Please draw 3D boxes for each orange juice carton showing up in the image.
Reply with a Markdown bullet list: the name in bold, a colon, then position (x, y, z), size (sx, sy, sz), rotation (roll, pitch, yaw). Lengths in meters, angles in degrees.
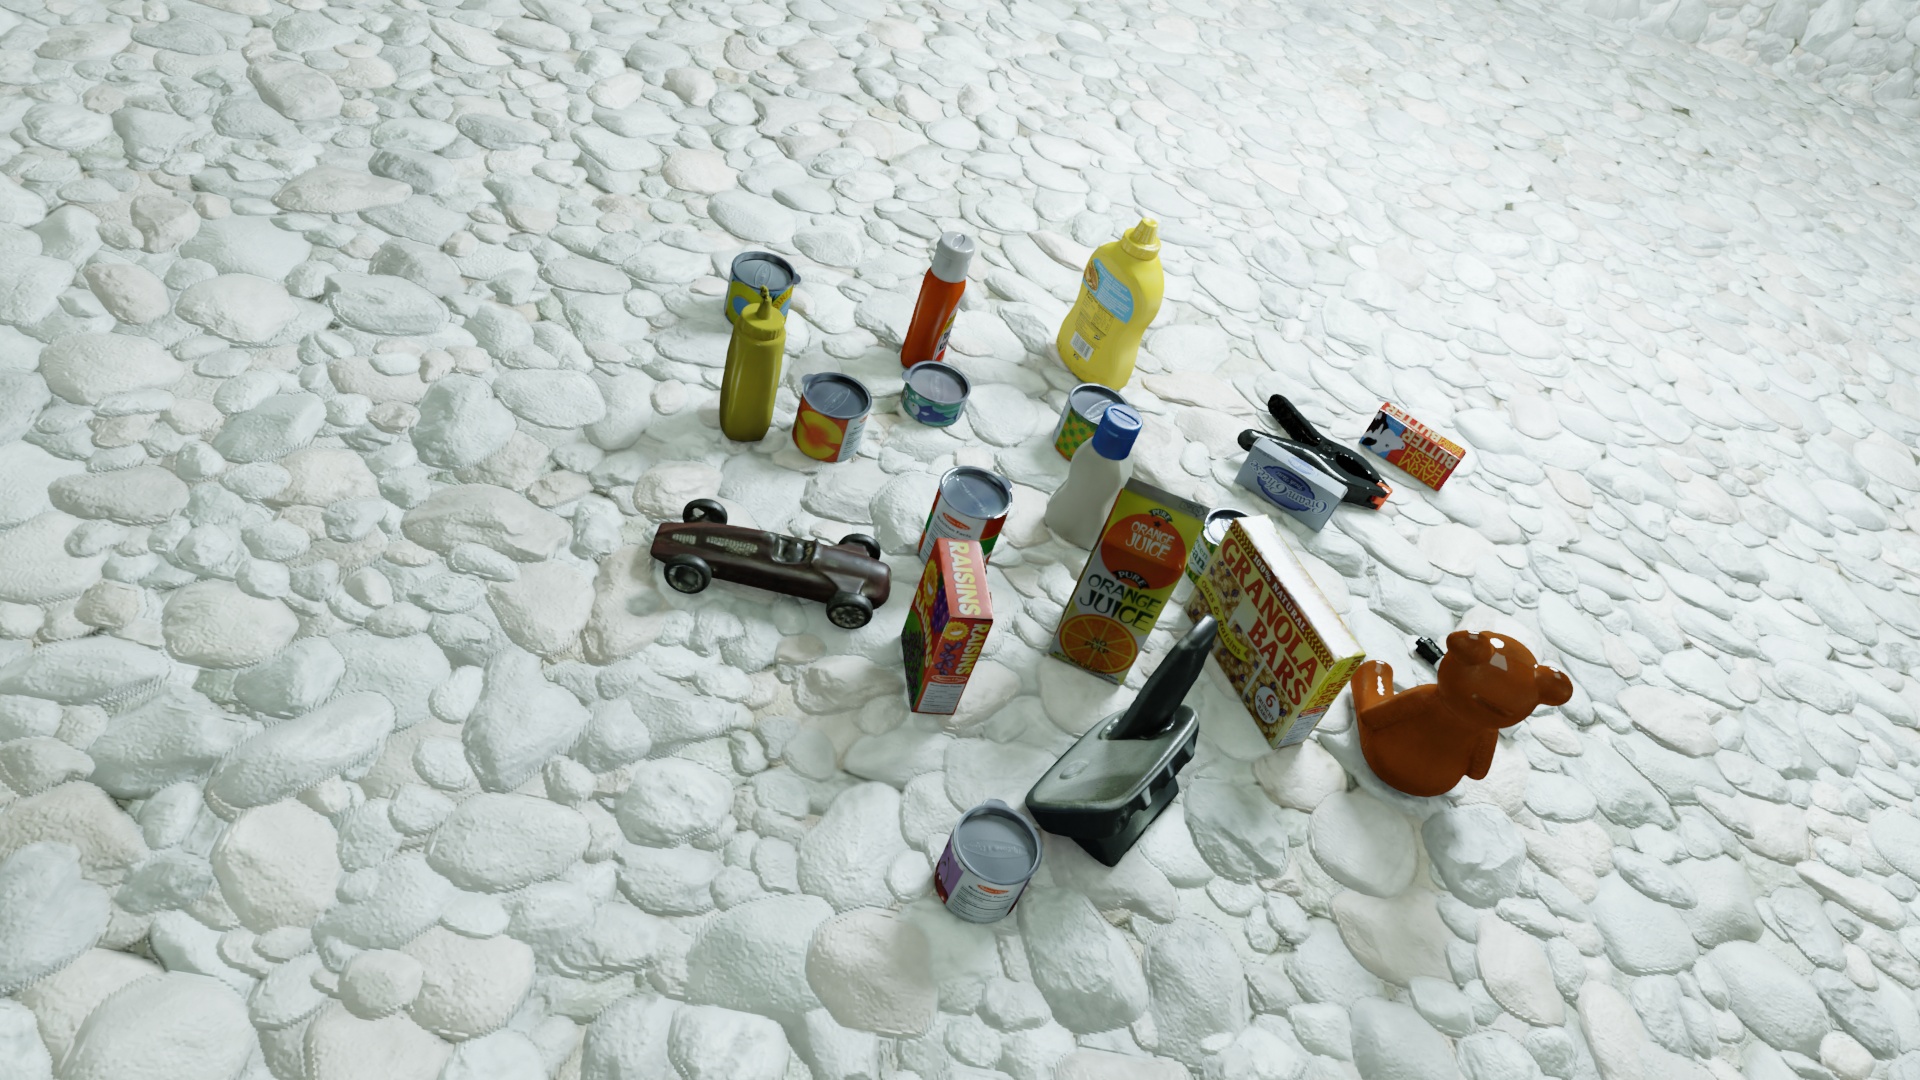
- **orange juice carton**: position (0.142, 0.027, 1.164), size (0.072, 0.191, 0.073), rotation (23, 43, 3)

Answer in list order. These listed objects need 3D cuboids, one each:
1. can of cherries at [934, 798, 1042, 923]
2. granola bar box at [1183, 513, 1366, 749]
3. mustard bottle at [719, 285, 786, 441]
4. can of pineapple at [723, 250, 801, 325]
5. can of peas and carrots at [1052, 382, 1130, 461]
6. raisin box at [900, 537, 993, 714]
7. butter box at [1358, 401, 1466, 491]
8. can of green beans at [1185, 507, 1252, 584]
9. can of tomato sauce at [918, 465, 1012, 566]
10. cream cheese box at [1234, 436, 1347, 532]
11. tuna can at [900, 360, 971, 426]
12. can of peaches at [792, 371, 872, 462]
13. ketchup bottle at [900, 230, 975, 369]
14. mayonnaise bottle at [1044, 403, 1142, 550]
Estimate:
- **can of cherries**: position (0.020, 0.233, 1.009), size (0.071, 0.058, 0.072), rotation (11, 44, -10)
- **granola bar box**: position (0.270, 0.078, 1.211), size (0.039, 0.123, 0.166), rotation (-7, 50, -26)
- **mustard bottle**: position (-0.186, -0.163, 1.256), size (0.049, 0.159, 0.065), rotation (2, 46, -19)
- **can of pineapple**: position (-0.203, -0.251, 1.413), size (0.071, 0.057, 0.071), rotation (11, 44, -10)
- **can of peas and carrots**: position (0.134, -0.115, 1.402), size (0.071, 0.058, 0.071), rotation (11, 44, -10)
- **raisin box**: position (-0.011, 0.070, 1.114), size (0.040, 0.122, 0.086), rotation (6, 45, -16)
- **butter box**: position (0.498, -0.103, 1.531), size (0.103, 0.052, 0.024), rotation (35, 45, 15)
- **can of green beans**: position (0.253, 0.012, 1.320), size (0.071, 0.057, 0.071), rotation (11, 44, -10)
- **can of tomato sauce**: position (0.004, -0.015, 1.235), size (0.071, 0.082, 0.071), rotation (11, 44, -10)
- **cream cheese box**: position (0.338, -0.057, 1.424), size (0.104, 0.053, 0.024), rotation (34, 44, 14)
- **tuna can**: position (-0.028, -0.148, 1.393), size (0.071, 0.032, 0.071), rotation (11, 44, -10)
- **can of peaches**: position (-0.124, -0.117, 1.308), size (0.071, 0.057, 0.071), rotation (11, 44, -10)
- **ketchup bottle**: position (-0.022, -0.242, 1.406), size (0.043, 0.148, 0.065), rotation (23, 43, 3)
- **mayonnaise bottle**: position (0.127, -0.060, 1.278), size (0.065, 0.147, 0.041), rotation (32, 44, 12)
